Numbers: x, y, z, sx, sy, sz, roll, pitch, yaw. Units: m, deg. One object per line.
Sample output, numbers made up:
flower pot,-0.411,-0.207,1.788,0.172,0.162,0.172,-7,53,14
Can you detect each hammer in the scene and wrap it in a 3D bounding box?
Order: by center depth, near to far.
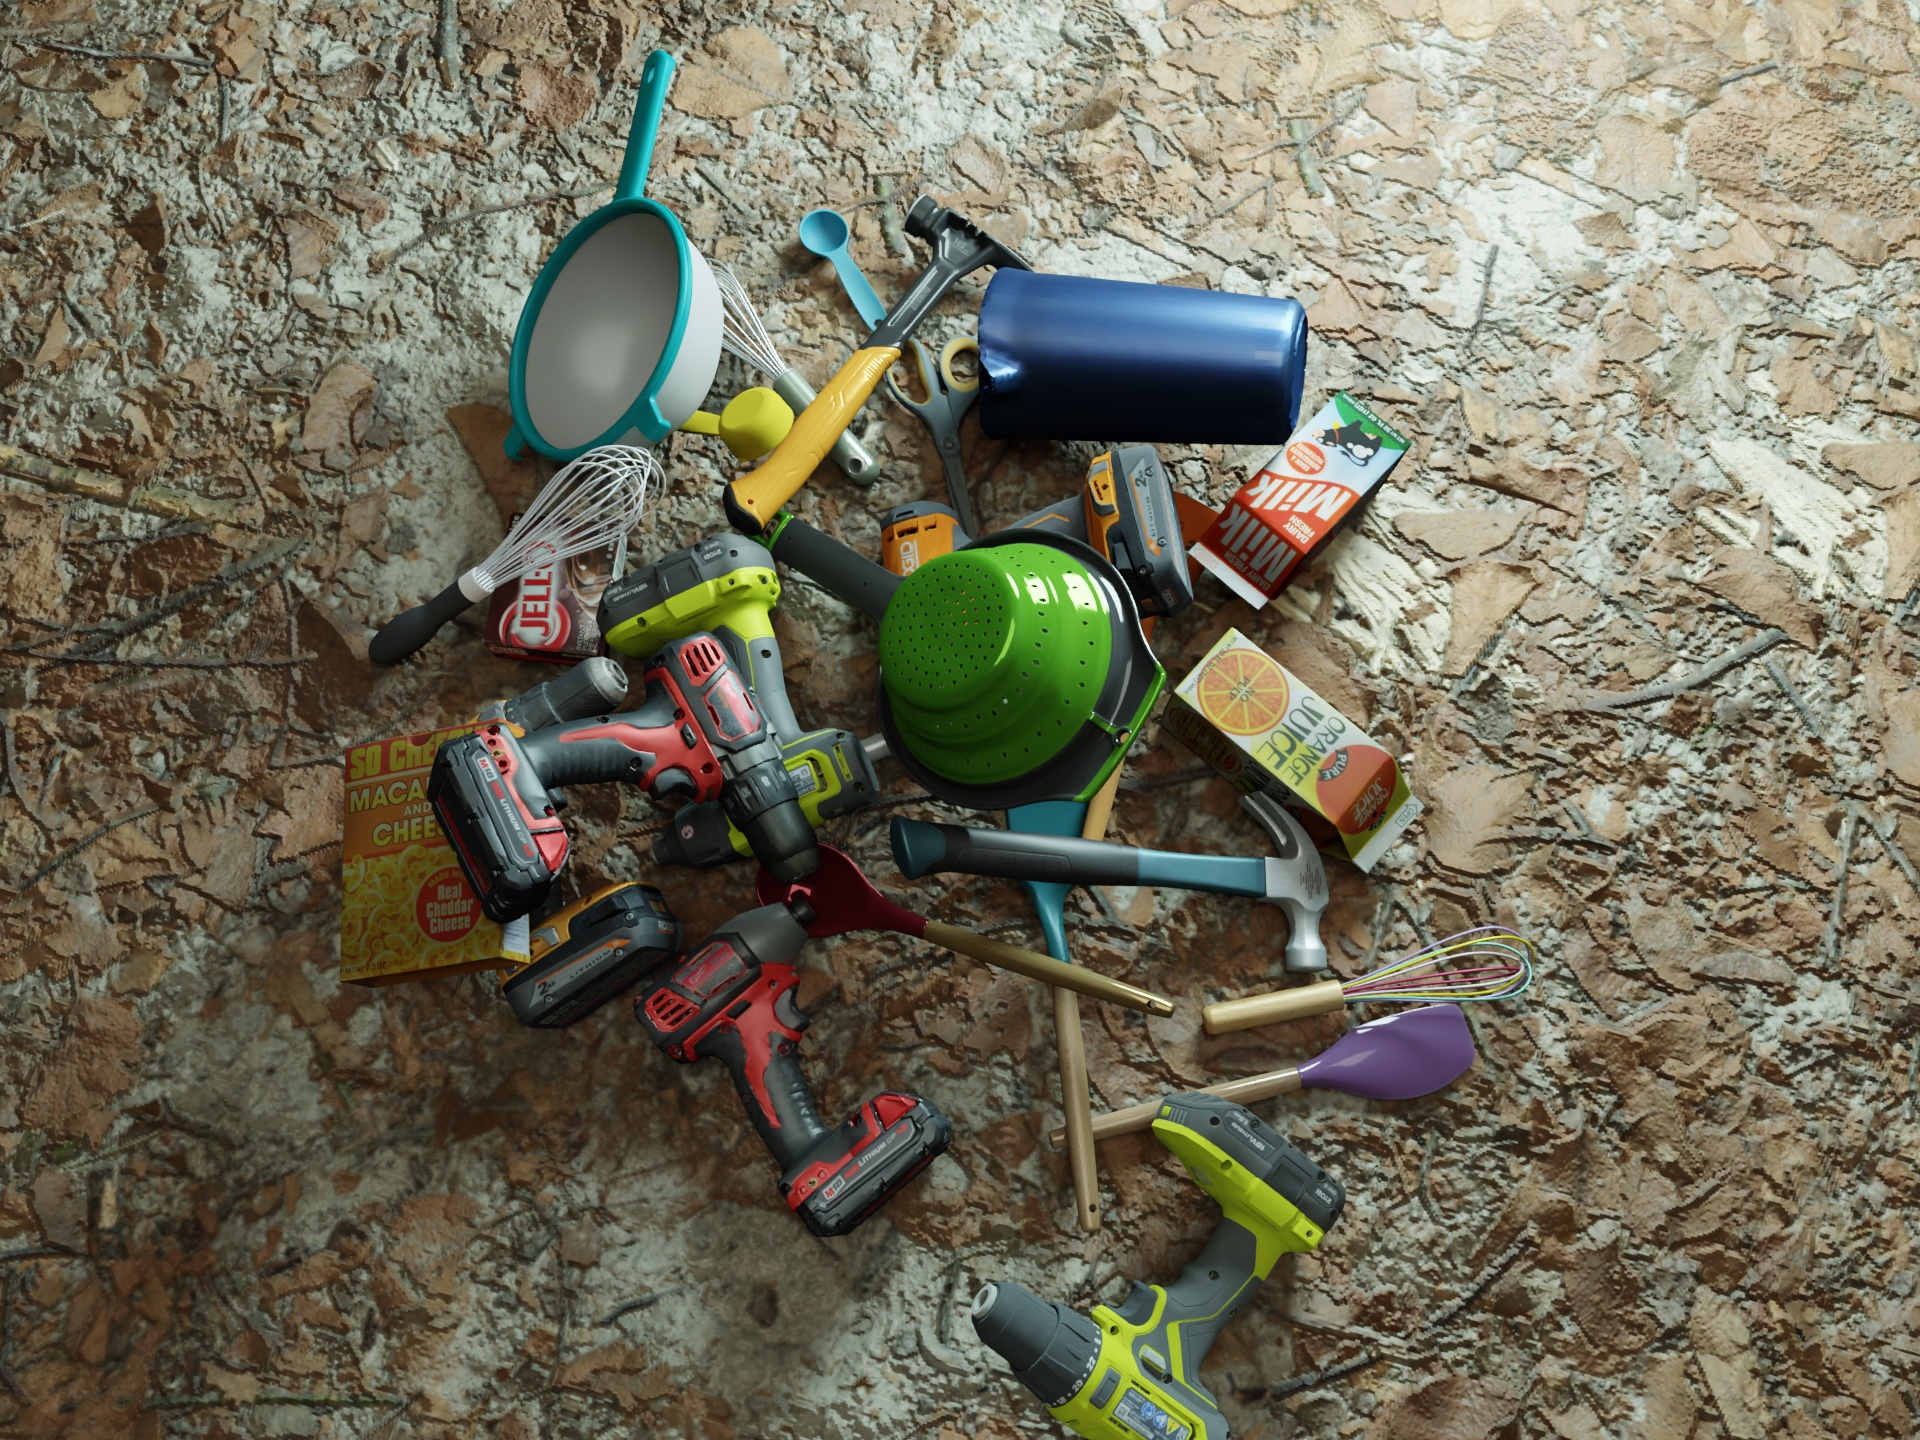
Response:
hammer,0.110,0.104,1.127,0.331,0.033,0.128,7,73,-17
hammer,-0.071,-0.273,1.267,0.127,0.034,0.337,35,69,2

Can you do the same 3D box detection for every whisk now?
whisk,0.296,0.197,1.148,0.245,0.047,0.051,-11,60,-1
whisk,-0.334,-0.116,1.178,0.284,0.070,0.070,-31,73,18
whisk,-0.148,-0.283,1.295,0.058,0.059,0.246,-45,80,23

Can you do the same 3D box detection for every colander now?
colander,-0.044,-0.084,1.123,0.397,0.094,0.204,32,91,36

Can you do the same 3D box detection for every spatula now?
spatula,0.077,0.196,1.128,0.082,0.044,0.318,4,65,-22
spatula,0.217,0.263,1.133,0.316,0.018,0.060,-12,75,-7
spatula,0.133,-0.030,1.204,0.081,0.041,0.323,23,64,-12

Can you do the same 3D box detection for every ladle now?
ladle,0.000,0.155,1.125,0.315,0.031,0.069,16,89,17

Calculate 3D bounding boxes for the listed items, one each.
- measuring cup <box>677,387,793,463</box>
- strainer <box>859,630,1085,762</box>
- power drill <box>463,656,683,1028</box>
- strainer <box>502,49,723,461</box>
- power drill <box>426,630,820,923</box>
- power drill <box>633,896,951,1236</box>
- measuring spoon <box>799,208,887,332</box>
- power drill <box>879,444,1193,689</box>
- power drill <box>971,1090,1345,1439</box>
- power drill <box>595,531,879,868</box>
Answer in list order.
measuring cup,-0.195,-0.238,1.242,0.157,0.029,0.062,16,66,39
strainer,-0.002,-0.004,1.206,0.258,0.050,0.087,-22,53,-3
power drill,-0.282,0.080,1.131,0.185,0.084,0.226,-34,72,5
strainer,-0.243,-0.353,1.255,0.211,0.095,0.340,2,78,40
power drill,-0.215,0.055,1.059,0.226,0.080,0.188,-24,79,-32
power drill,-0.111,0.234,1.101,0.143,0.078,0.220,-40,73,-8
measuring spoon,-0.094,-0.372,1.342,0.042,0.021,0.129,-29,84,-12
power drill,0.052,-0.104,1.188,0.226,0.084,0.164,-14,65,17
power drill,0.132,0.363,1.045,0.190,0.080,0.228,39,73,-10
power drill,-0.178,-0.010,1.178,0.171,0.080,0.223,-24,76,6
